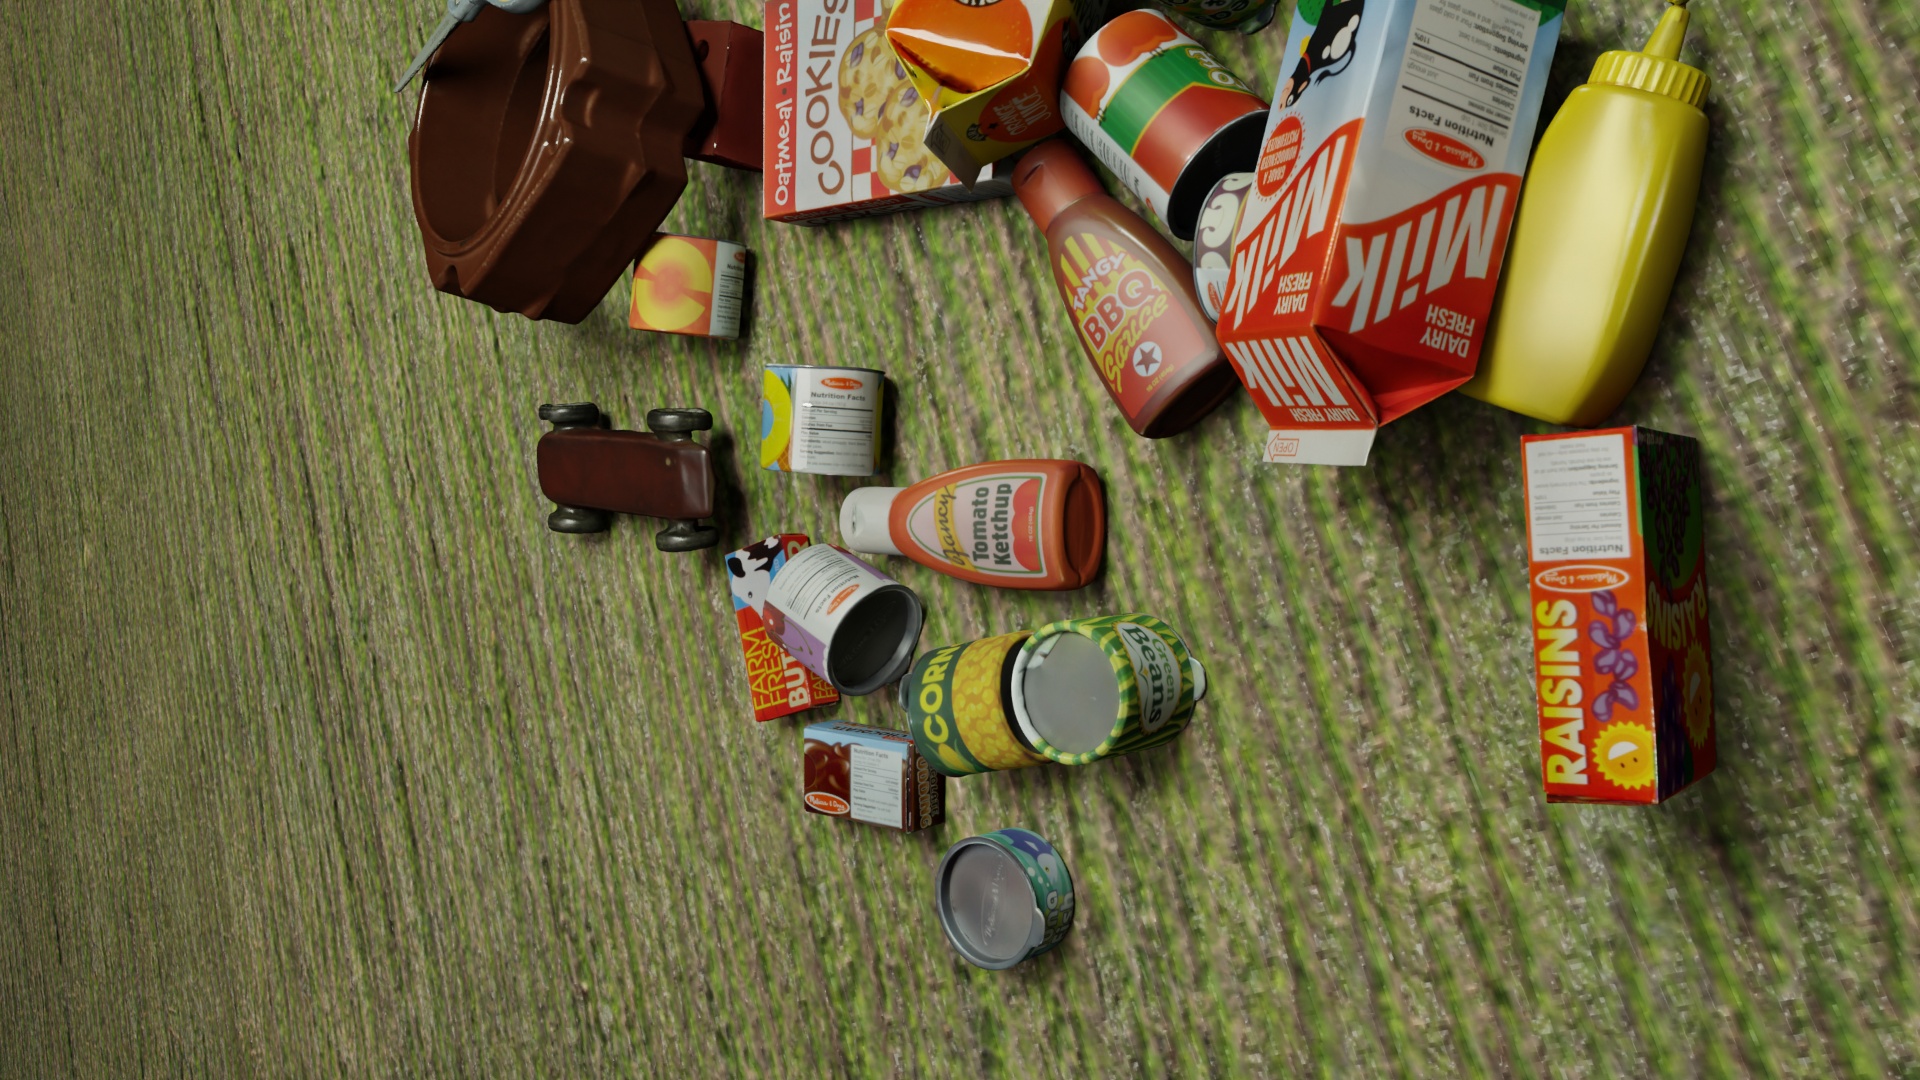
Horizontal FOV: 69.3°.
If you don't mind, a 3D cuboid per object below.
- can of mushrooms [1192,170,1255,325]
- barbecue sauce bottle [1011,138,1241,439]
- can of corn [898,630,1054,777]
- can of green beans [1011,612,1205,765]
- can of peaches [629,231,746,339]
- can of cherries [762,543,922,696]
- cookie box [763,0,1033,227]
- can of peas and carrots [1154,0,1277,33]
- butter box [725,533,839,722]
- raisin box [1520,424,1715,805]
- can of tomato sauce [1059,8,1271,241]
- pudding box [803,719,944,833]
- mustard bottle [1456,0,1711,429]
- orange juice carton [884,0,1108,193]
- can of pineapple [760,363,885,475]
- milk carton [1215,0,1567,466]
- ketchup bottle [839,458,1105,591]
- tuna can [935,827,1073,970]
[{"bbox_3d":[0.129,-0.124,0.585,0.033,0.071,0.071,12,98,40],"label":"can of mushrooms"},{"bbox_3d":[0.073,-0.122,0.647,0.064,0.044,0.149,-45,63,34],"label":"barbecue sauce bottle"},{"bbox_3d":[0.015,0.080,0.681,0.058,0.071,0.071,-16,80,39],"label":"can of corn"},{"bbox_3d":[0.066,0.068,0.645,0.071,0.058,0.071,1,91,41],"label":"can of green beans"},{"bbox_3d":[-0.166,-0.153,0.836,0.071,0.071,0.058,11,99,40],"label":"can of peaches"},{"bbox_3d":[-0.064,0.044,0.753,0.058,0.071,0.071,29,109,37],"label":"can of cherries"},{"bbox_3d":[-0.036,-0.240,0.743,0.167,0.040,0.123,2,92,40],"label":"cookie box"},{"bbox_3d":[0.106,-0.262,0.607,0.071,0.059,0.071,1,91,41],"label":"can of peas and carrots"},{"bbox_3d":[-0.105,0.051,0.815,0.053,0.024,0.103,-21,77,40],"label":"butter box"},{"bbox_3d":[0.230,0.024,0.485,0.040,0.086,0.123,-5,88,39],"label":"raisin box"},{"bbox_3d":[0.095,-0.185,0.613,0.083,0.071,0.071,53,122,28],"label":"can of tomato sauce"},{"bbox_3d":[-0.049,0.128,0.763,0.083,0.030,0.049,1,92,41],"label":"pudding box"},{"bbox_3d":[0.234,-0.122,0.505,0.065,0.049,0.159,30,109,41],"label":"mustard bottle"},{"bbox_3d":[0.025,-0.258,0.630,0.073,0.072,0.192,18,89,17],"label":"orange juice carton"},{"bbox_3d":[-0.076,-0.066,0.762,0.071,0.071,0.058,7,95,40],"label":"can of pineapple"},{"bbox_3d":[0.155,-0.121,0.522,0.072,0.073,0.190,-168,92,-71],"label":"milk carton"},{"bbox_3d":[0.003,-0.009,0.709,0.148,0.043,0.064,2,92,41],"label":"ketchup bottle"},{"bbox_3d":[0.024,0.180,0.699,0.071,0.033,0.071,1,91,41],"label":"tuna can"}]
